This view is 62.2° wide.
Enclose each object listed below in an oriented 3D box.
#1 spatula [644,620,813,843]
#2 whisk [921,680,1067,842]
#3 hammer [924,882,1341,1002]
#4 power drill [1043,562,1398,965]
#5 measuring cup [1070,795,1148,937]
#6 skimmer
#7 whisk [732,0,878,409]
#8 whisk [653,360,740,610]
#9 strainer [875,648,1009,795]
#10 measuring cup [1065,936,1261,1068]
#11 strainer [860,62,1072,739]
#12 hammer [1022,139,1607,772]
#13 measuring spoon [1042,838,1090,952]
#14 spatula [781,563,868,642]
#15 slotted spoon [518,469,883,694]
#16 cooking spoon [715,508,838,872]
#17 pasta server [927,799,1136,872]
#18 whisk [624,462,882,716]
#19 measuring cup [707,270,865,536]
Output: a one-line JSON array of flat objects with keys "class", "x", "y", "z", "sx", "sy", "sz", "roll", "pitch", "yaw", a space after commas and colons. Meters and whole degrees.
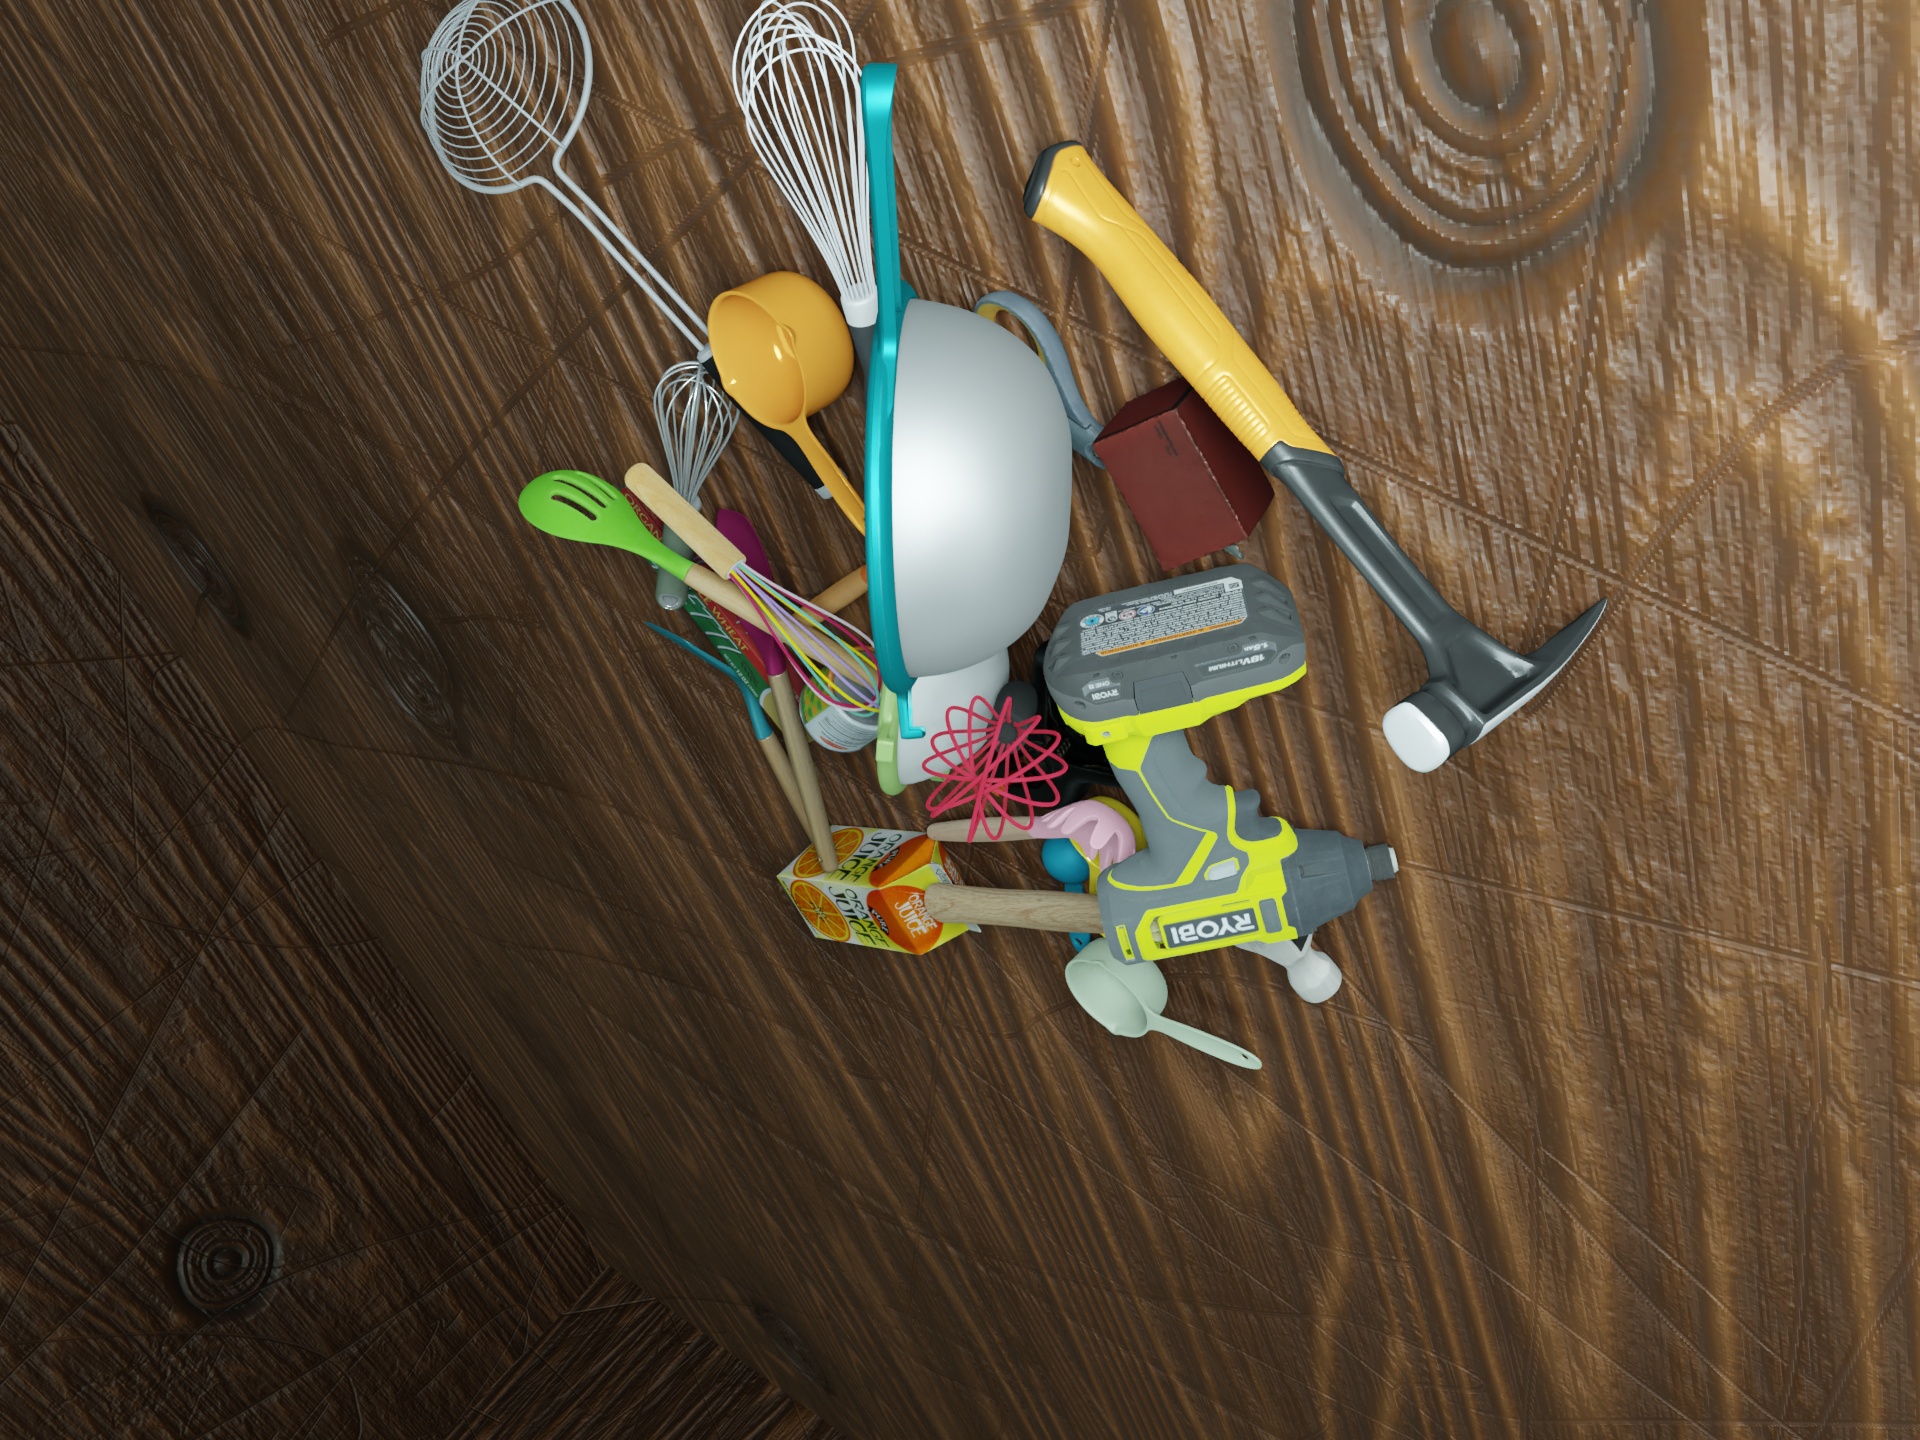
[{"class": "spatula", "x": -0.165, "y": 0.038, "z": 1.354, "sx": 0.082, "sy": 0.044, "sz": 0.317, "roll": 23, "pitch": 144, "yaw": 52}, {"class": "whisk", "x": 0.024, "y": 0.010, "z": 0.864, "sx": 0.073, "sy": 0.073, "sz": 0.296, "roll": 49, "pitch": -170, "yaw": -3}, {"class": "hammer", "x": 0.093, "y": 0.133, "z": 1.100, "sx": 0.331, "sy": 0.031, "sz": 0.130, "roll": -2, "pitch": 138, "yaw": 47}, {"class": "power drill", "x": 0.145, "y": 0.032, "z": 0.886, "sx": 0.171, "sy": 0.080, "sz": 0.223, "roll": -13, "pitch": 123, "yaw": 11}, {"class": "measuring cup", "x": 0.106, "y": 0.106, "z": 1.117, "sx": 0.062, "sy": 0.029, "sz": 0.156, "roll": 31, "pitch": 153, "yaw": 26}, {"class": "skimmer", "x": -0.193, "y": -0.292, "z": 1.005, "sx": 0.127, "sy": 0.090, "sz": 0.363, "roll": -33, "pitch": 115, "yaw": 22}, {"class": "whisk", "x": -0.061, "y": -0.258, "z": 0.878, "sx": 0.070, "sy": 0.070, "sz": 0.284, "roll": 24, "pitch": 148, "yaw": 33}, {"class": "whisk", "x": -0.197, "y": -0.162, "z": 1.136, "sx": 0.057, "sy": 0.059, "sz": 0.246, "roll": 9, "pitch": 142, "yaw": -10}, {"class": "strainer", "x": -0.002, "y": -0.003, "z": 1.068, "sx": 0.069, "sy": 0.152, "sz": 0.256, "roll": 9, "pitch": 160, "yaw": 8}, {"class": "measuring cup", "x": 0.154, "y": 0.208, "z": 1.161, "sx": 0.168, "sy": 0.038, "sz": 0.083, "roll": 19, "pitch": 140, "yaw": 35}, {"class": "strainer", "x": 0.008, "y": -0.157, "z": 0.770, "sx": 0.095, "sy": 0.211, "sz": 0.340, "roll": 2, "pitch": 143, "yaw": 4}, {"class": "hammer", "x": 0.147, "y": -0.139, "z": 0.730, "sx": 0.337, "sy": 0.127, "sz": 0.034, "roll": 52, "pitch": 152, "yaw": 10}, {"class": "measuring spoon", "x": 0.080, "y": 0.136, "z": 1.181, "sx": 0.042, "sy": 0.021, "sz": 0.128, "roll": 25, "pitch": 142, "yaw": 33}, {"class": "spatula", "x": -0.078, "y": -0.098, "z": 1.086, "sx": 0.041, "sy": 0.081, "sz": 0.322, "roll": 23, "pitch": 161, "yaw": -20}, {"class": "slotted spoon", "x": -0.166, "y": -0.092, "z": 1.114, "sx": 0.313, "sy": 0.070, "sz": 0.031, "roll": 30, "pitch": 134, "yaw": -2}, {"class": "cooking spoon", "x": -0.135, "y": -0.016, "z": 1.225, "sx": 0.069, "sy": 0.017, "sz": 0.318, "roll": 20, "pitch": 131, "yaw": 45}, {"class": "pasta server", "x": 0.037, "y": 0.081, "z": 1.112, "sx": 0.060, "sy": 0.040, "sz": 0.316, "roll": 41, "pitch": 161, "yaw": -15}, {"class": "whisk", "x": -0.137, "y": -0.089, "z": 1.086, "sx": 0.245, "sy": 0.047, "sz": 0.051, "roll": 43, "pitch": 151, "yaw": 7}, {"class": "measuring cup", "x": -0.083, "y": -0.192, "z": 0.968, "sx": 0.173, "sy": 0.052, "sz": 0.095, "roll": 57, "pitch": 149, "yaw": -9}]
